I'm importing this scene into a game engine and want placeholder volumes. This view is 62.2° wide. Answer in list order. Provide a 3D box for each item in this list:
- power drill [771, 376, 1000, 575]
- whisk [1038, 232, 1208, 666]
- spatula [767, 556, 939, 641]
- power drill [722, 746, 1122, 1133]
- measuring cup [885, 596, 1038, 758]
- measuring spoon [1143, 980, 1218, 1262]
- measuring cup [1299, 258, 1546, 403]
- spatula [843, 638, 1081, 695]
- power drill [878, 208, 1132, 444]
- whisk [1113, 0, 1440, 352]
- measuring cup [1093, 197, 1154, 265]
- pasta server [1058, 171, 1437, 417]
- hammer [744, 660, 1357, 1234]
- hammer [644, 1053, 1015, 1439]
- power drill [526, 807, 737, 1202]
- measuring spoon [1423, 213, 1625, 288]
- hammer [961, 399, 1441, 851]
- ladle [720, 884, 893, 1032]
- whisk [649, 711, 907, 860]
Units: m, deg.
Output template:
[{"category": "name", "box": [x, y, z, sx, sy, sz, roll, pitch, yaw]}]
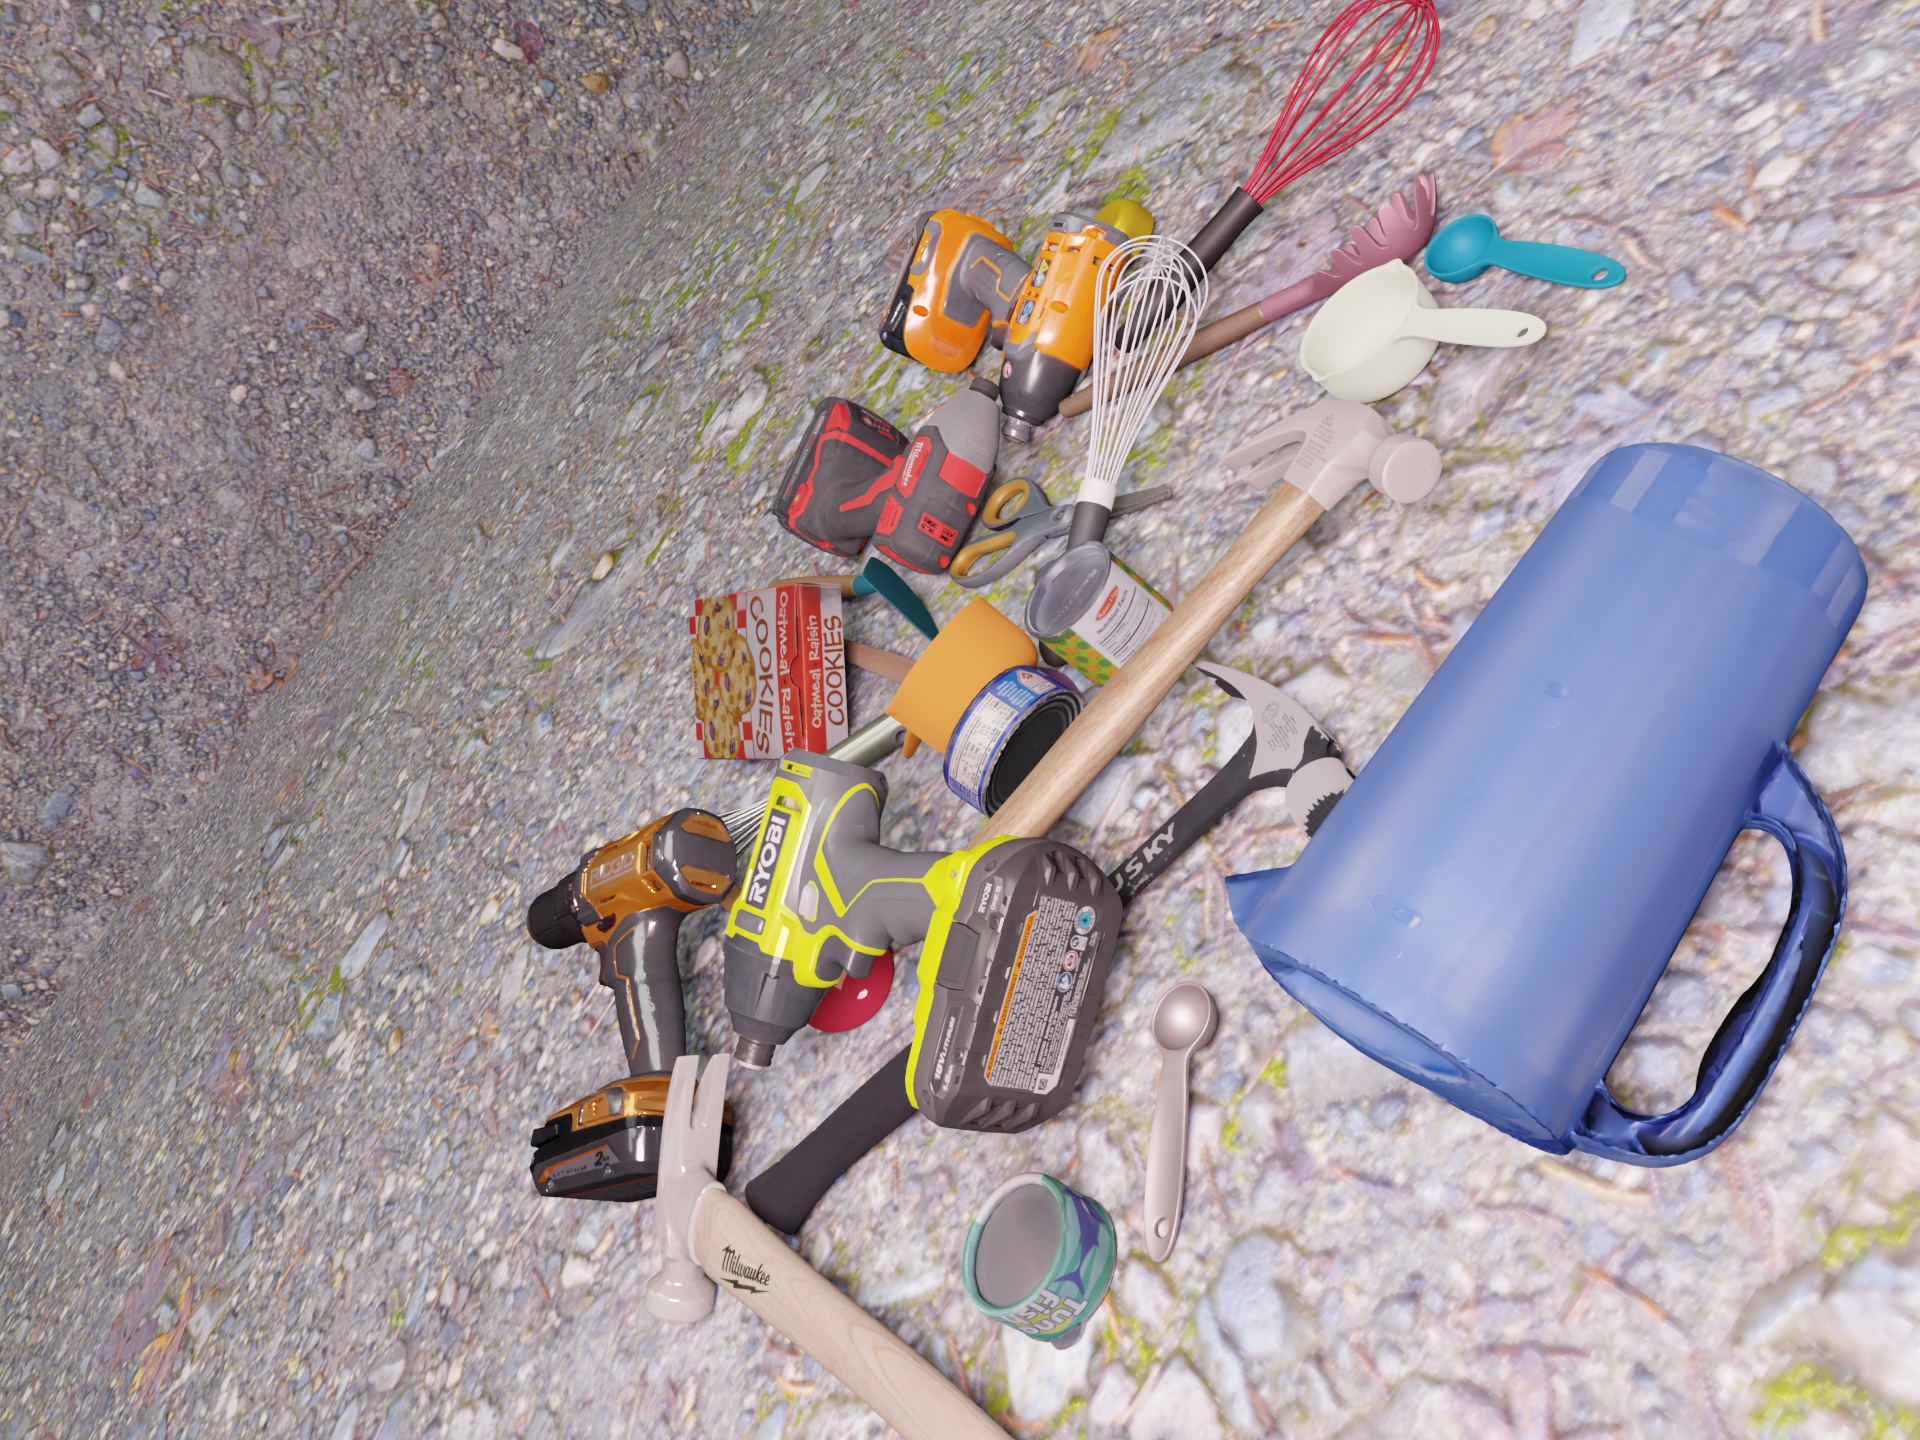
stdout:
[{"category": "power drill", "box": [-0.048, -0.185, 1.184, 0.220, 0.078, 0.143, 16, 81, 60]}, {"category": "whisk", "box": [0.091, -0.169, 0.983, 0.070, 0.070, 0.285, 4, 76, 56]}, {"category": "spatula", "box": [-0.093, -0.094, 1.204, 0.044, 0.082, 0.318, -54, 24, -13]}, {"category": "power drill", "box": [-0.036, 0.115, 0.796, 0.223, 0.080, 0.171, 13, 86, 49]}, {"category": "measuring cup", "box": [-0.002, -0.003, 0.957, 0.095, 0.052, 0.173, -48, -10, -26]}, {"category": "measuring spoon", "box": [0.097, 0.177, 0.703, 0.034, 0.018, 0.124, -19, 52, 45]}, {"category": "measuring cup", "box": [0.251, -0.200, 0.844, 0.083, 0.038, 0.168, -56, 32, -4]}, {"category": "spatula", "box": [-0.015, -0.027, 1.056, 0.060, 0.018, 0.316, -55, 32, -9]}, {"category": "power drill", "box": [0.026, -0.303, 1.205, 0.227, 0.084, 0.164, 32, 103, 54]}, {"category": "whisk", "box": [0.204, -0.357, 1.041, 0.296, 0.073, 0.073, -48, 31, 15]}, {"category": "measuring cup", "box": [0.084, -0.337, 1.222, 0.156, 0.029, 0.062, -44, 32, 19]}, {"category": "pasta server", "box": [0.171, -0.258, 1.013, 0.316, 0.040, 0.060, -17, 21, 48]}, {"category": "hammer", "box": [0.028, 0.131, 0.821, 0.409, 0.036, 0.149, -45, 30, 16]}, {"category": "hammer", "box": [-0.043, 0.280, 0.723, 0.411, 0.038, 0.146, 14, 98, 55]}, {"category": "power drill", "box": [-0.219, 0.184, 1.007, 0.185, 0.084, 0.226, -24, 59, 38]}, {"category": "measuring spoon", "box": [0.300, -0.239, 0.841, 0.042, 0.021, 0.129, -53, 39, 0]}, {"category": "hammer", "box": [0.100, -0.029, 0.820, 0.331, 0.031, 0.130, -50, 26, 9]}, {"category": "ladle", "box": [-0.129, 0.132, 1.050, 0.069, 0.031, 0.316, -56, 28, -9]}, {"category": "whisk", "box": [-0.127, 0.058, 1.078, 0.246, 0.057, 0.059, -33, 54, 13]}]
